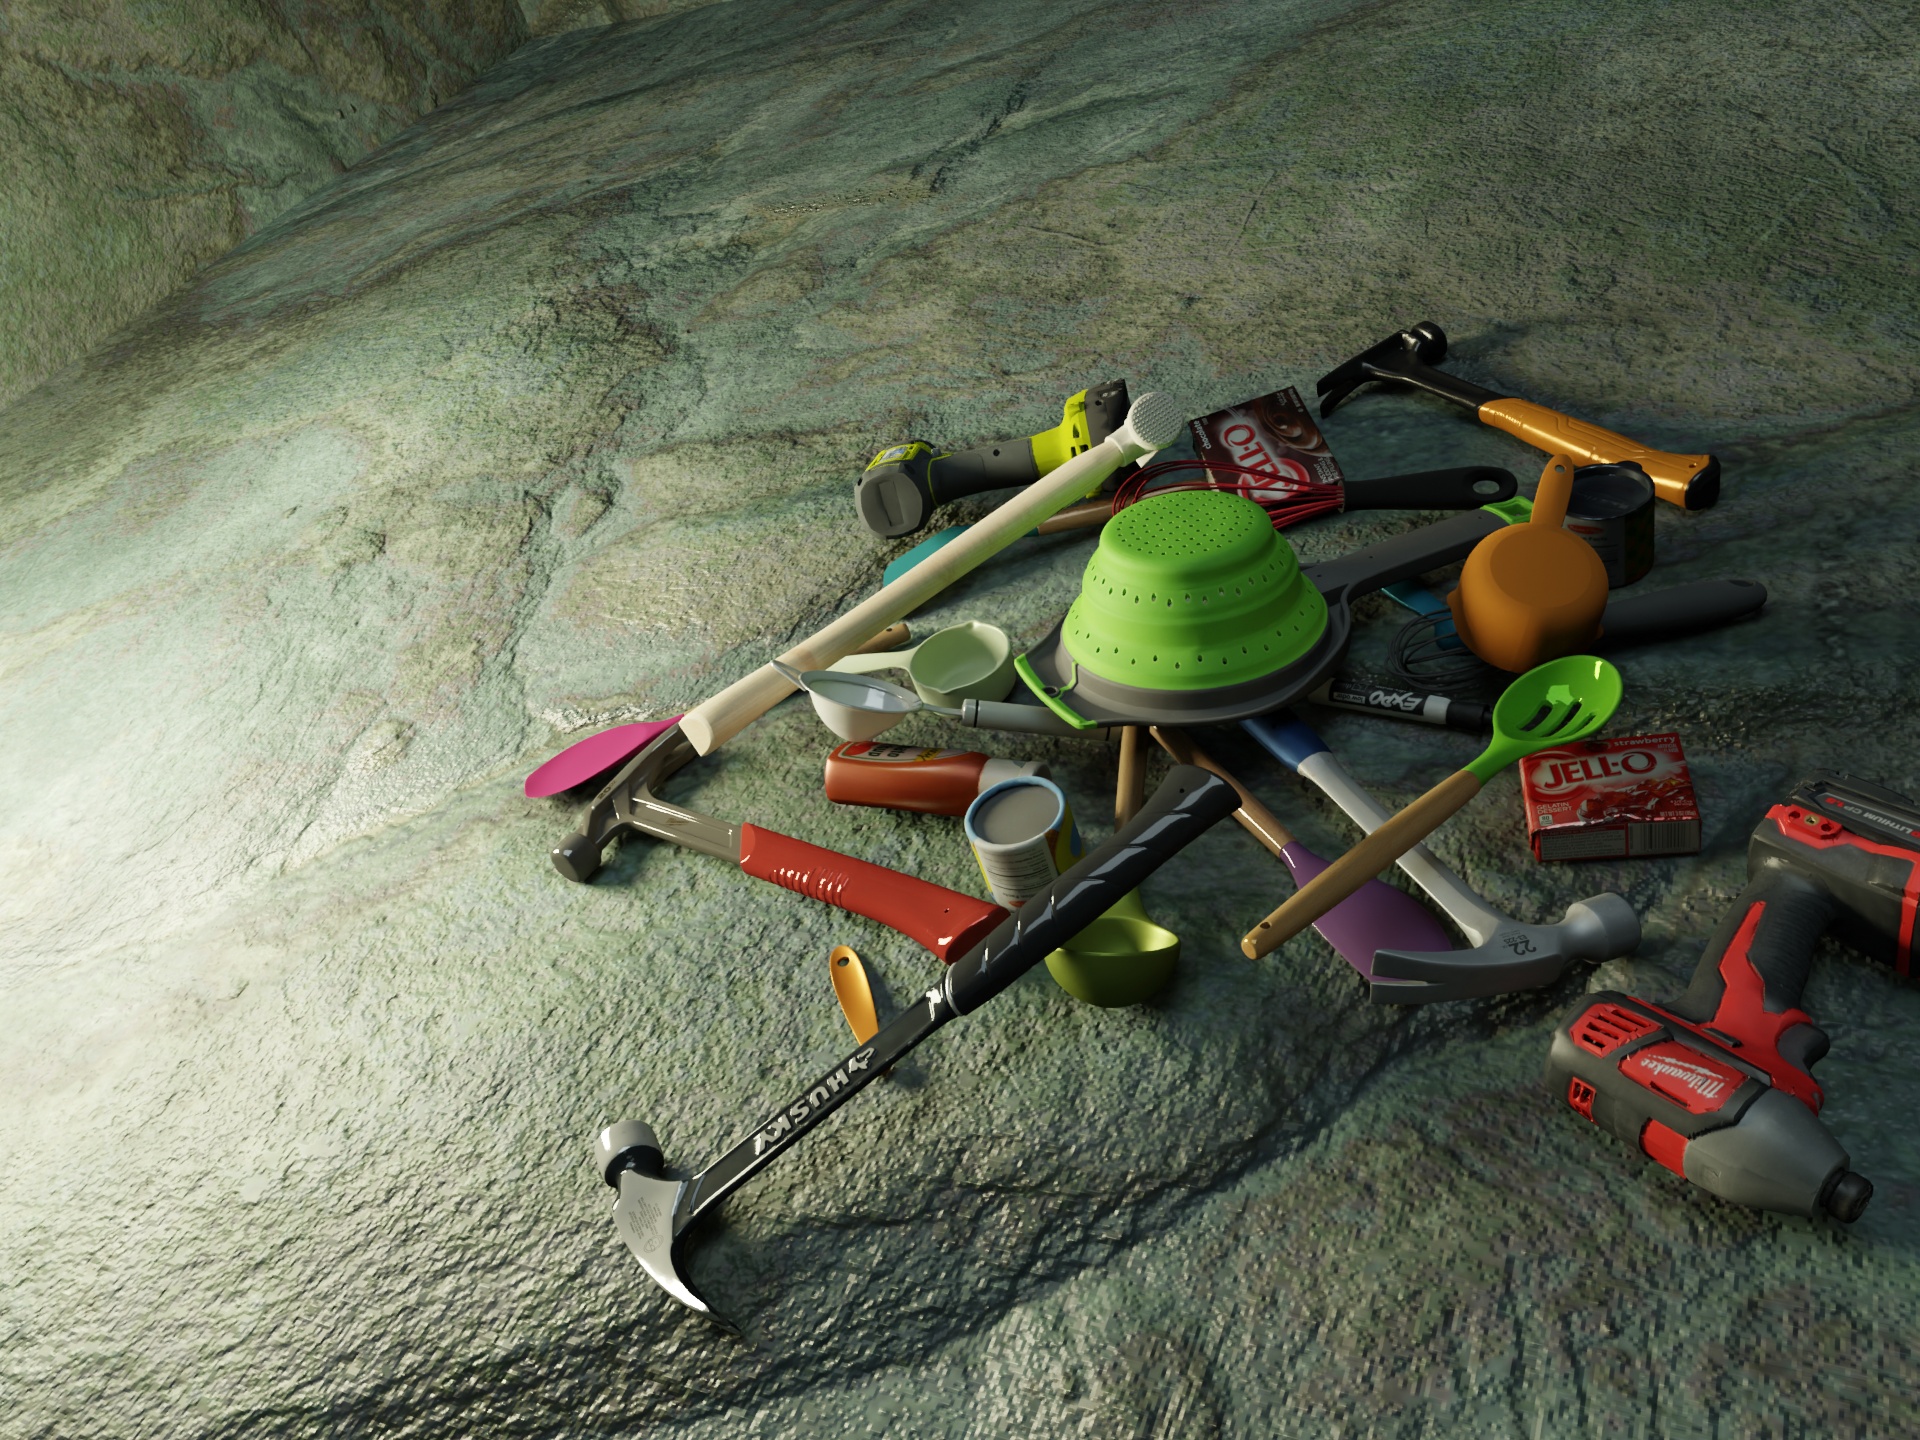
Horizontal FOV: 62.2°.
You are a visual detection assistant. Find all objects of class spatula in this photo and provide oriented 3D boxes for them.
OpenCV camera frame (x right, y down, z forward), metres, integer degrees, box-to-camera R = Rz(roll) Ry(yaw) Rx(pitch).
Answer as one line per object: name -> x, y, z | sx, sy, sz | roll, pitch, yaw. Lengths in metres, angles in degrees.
spatula -> 0.088, -0.154, 1.282 | 0.317, 0.044, 0.082 | -13, 37, 1
spatula -> 0.188, 0.064, 0.970 | 0.060, 0.018, 0.316 | -22, 37, -16

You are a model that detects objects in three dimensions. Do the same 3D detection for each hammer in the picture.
hammer -> -0.023, -0.102, 1.150 | 0.410, 0.038, 0.146 | -34, 2, -1
hammer -> 0.423, -0.227, 1.210 | 0.127, 0.034, 0.337 | -31, 39, -15
hammer -> -0.111, 0.088, 1.062 | 0.359, 0.036, 0.149 | 13, 48, 36
hammer -> 0.217, 0.032, 0.966 | 0.144, 0.035, 0.406 | -13, 33, -16
hammer -> -0.015, 0.160, 0.858 | 0.409, 0.036, 0.149 | -38, 40, -2

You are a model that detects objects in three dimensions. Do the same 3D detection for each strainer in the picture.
strainer -> -0.002, -0.003, 1.074 | 0.258, 0.050, 0.087 | 6, 15, -1

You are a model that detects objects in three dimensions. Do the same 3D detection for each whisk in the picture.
whisk -> 0.390, -0.059, 1.014 | 0.239, 0.055, 0.055 | -10, 38, 5
whisk -> 0.258, -0.161, 1.160 | 0.296, 0.073, 0.073 | -4, 38, 0

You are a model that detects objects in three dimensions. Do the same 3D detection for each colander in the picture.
colander -> 0.225, -0.115, 1.064 | 0.397, 0.094, 0.205 | -20, 33, -15

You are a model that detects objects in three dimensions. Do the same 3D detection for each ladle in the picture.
ladle -> 0.104, 0.045, 0.985 | 0.078, 0.062, 0.320 | 1, 44, 11

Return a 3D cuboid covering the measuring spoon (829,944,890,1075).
measuring spoon -> -0.060, 0.174, 0.956 | 0.021, 0.011, 0.117 | -23, 34, -4

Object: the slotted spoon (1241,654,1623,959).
slotted spoon -> 0.262, 0.045, 0.874 | 0.314, 0.031, 0.070 | -31, 29, -29

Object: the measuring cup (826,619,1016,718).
measuring cup -> -0.038, -0.031, 1.175 | 0.167, 0.038, 0.083 | -4, 40, 23

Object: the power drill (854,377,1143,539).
power drill -> 0.032, -0.218, 1.324 | 0.228, 0.080, 0.191 | -12, 18, 11

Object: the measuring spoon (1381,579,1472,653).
measuring spoon -> 0.319, -0.086, 1.092 | 0.042, 0.021, 0.129 | -28, 39, -10

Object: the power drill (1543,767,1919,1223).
power drill -> 0.398, 0.132, 0.749 | 0.220, 0.078, 0.143 | -39, 41, -19

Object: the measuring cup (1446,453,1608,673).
measuring cup -> 0.365, -0.113, 0.992 | 0.095, 0.052, 0.174 | 15, 64, 15

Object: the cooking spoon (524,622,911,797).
cooking spoon -> -0.187, -0.008, 1.227 | 0.319, 0.017, 0.069 | -23, 28, -3
